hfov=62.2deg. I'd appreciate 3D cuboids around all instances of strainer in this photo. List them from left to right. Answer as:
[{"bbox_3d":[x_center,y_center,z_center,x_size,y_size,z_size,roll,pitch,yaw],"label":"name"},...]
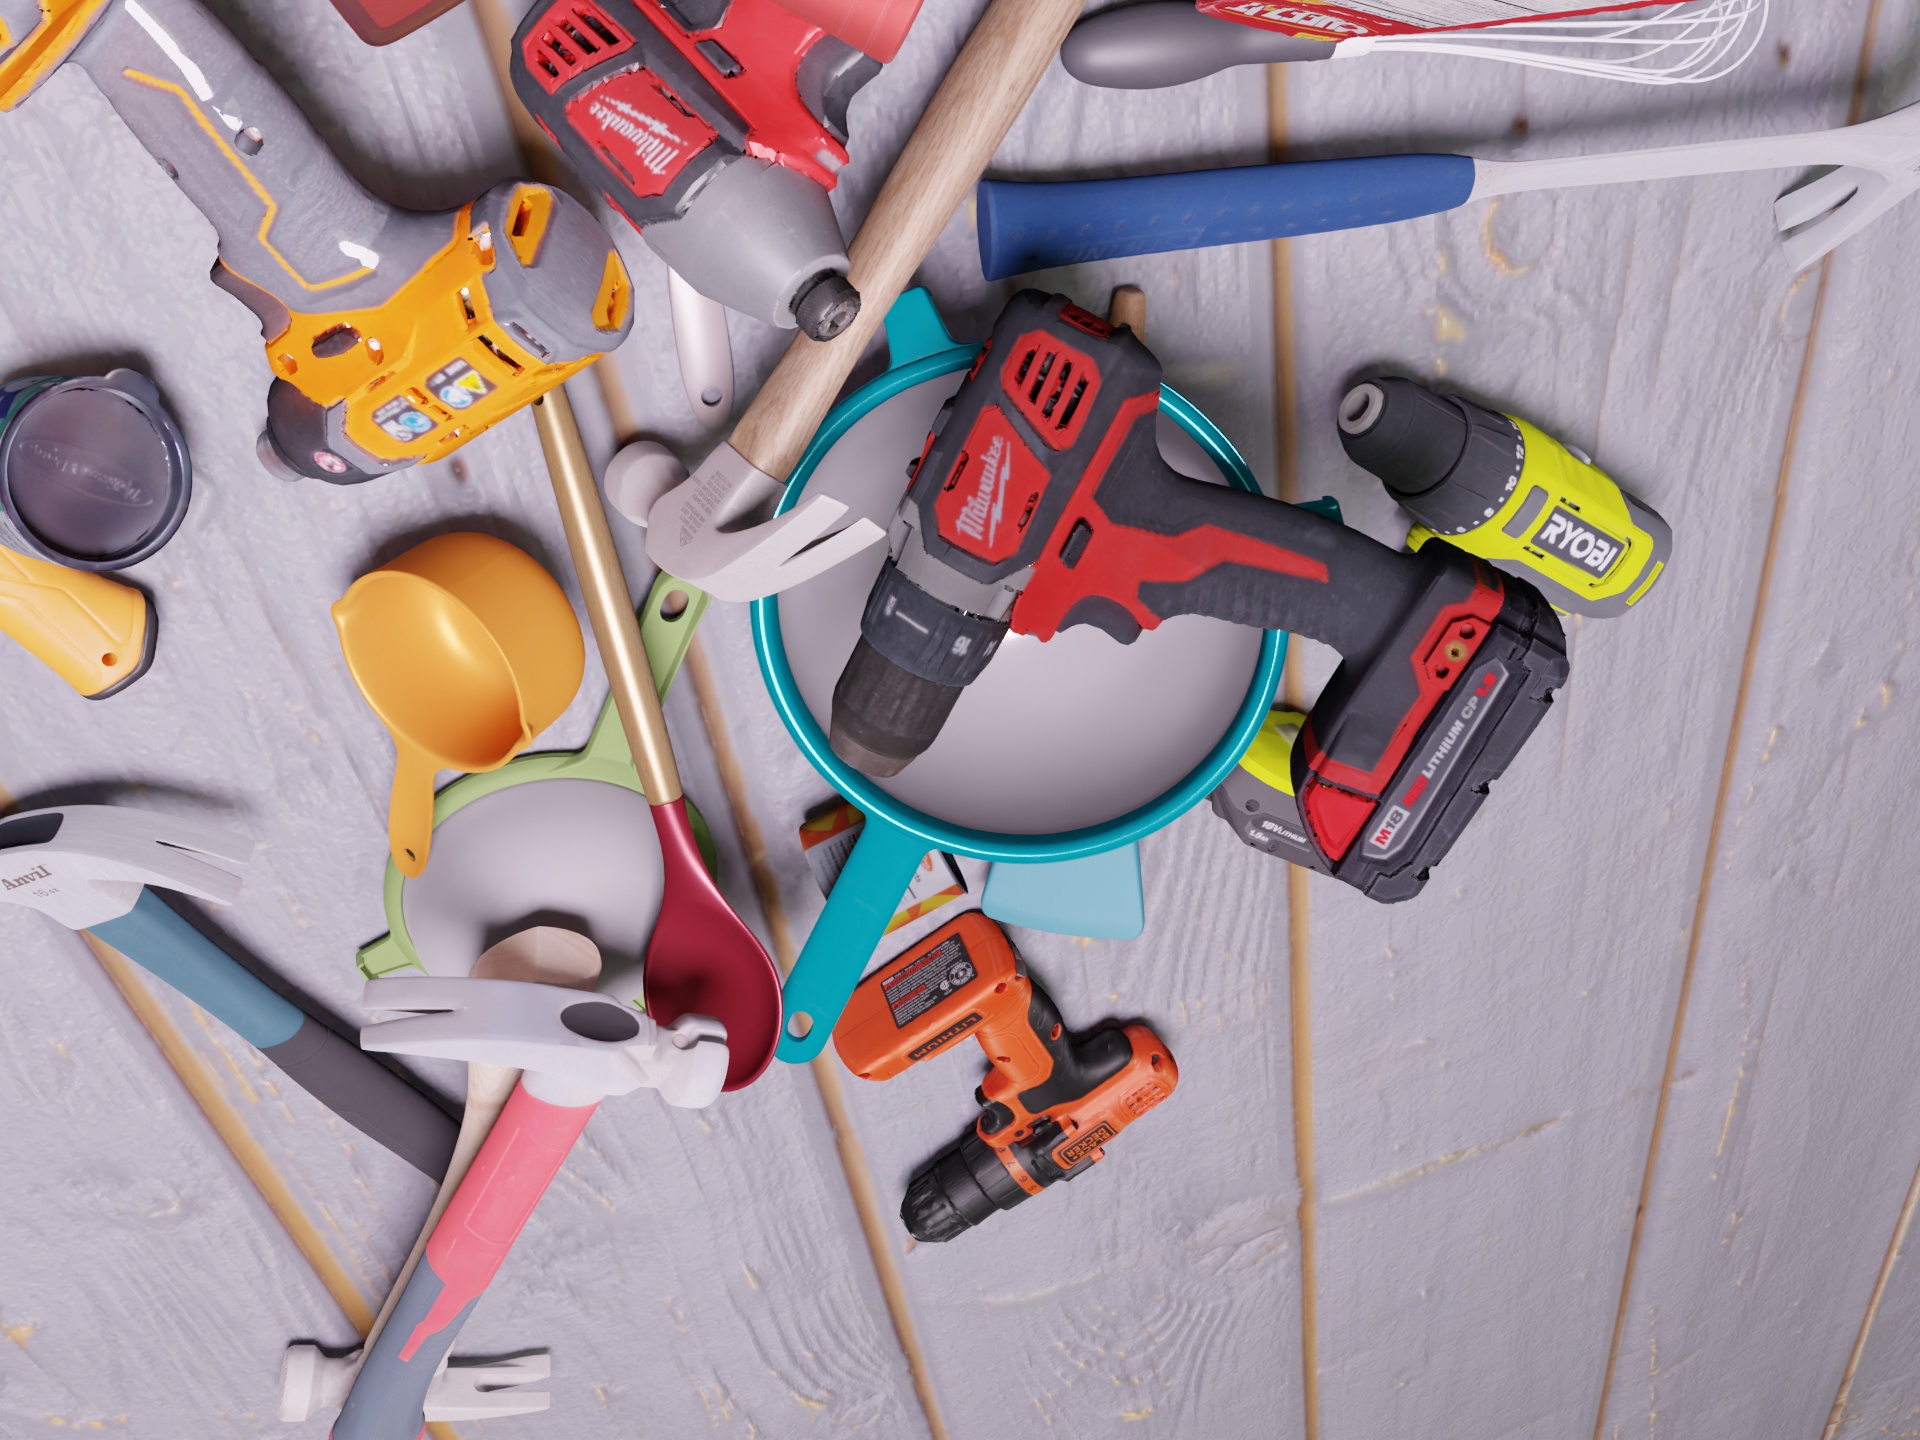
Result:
[{"bbox_3d":[-0.158,0.051,0.695,0.151,0.069,0.256,14,120,-27],"label":"strainer"},{"bbox_3d":[-0.001,-0.002,0.680,0.211,0.095,0.340,27,113,-2],"label":"strainer"}]

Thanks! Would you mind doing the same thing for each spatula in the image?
[{"bbox_3d":[0.061,-0.038,0.726,0.082,0.044,0.317,8,123,8],"label":"spatula"}]

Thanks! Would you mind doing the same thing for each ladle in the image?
[{"bbox_3d":[-0.129,0.009,0.648,0.069,0.031,0.315,-4,110,22],"label":"ladle"}]

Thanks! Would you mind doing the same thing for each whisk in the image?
[{"bbox_3d":[0.176,-0.265,0.598,0.284,0.070,0.070,-9,127,-8],"label":"whisk"}]

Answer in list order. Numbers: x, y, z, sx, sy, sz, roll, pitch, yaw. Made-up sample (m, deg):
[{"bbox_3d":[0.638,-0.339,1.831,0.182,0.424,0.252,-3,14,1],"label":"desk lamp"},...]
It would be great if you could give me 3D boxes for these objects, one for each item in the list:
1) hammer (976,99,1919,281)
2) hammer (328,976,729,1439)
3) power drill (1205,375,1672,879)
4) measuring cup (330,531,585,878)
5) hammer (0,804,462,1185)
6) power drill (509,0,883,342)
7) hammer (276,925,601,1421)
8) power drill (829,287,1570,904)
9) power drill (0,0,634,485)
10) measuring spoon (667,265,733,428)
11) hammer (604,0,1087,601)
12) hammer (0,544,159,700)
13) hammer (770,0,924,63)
[{"bbox_3d":[0.208,-0.211,0.632,0.405,0.035,0.144,-8,168,-6],"label":"hammer"},{"bbox_3d":[-0.244,0.246,0.726,0.143,0.038,0.386,14,129,-27],"label":"hammer"},{"bbox_3d":[0.206,-0.042,0.756,0.190,0.080,0.228,20,113,-30],"label":"power drill"},{"bbox_3d":[-0.203,-0.002,0.647,0.095,0.052,0.173,32,133,7],"label":"measuring cup"},{"bbox_3d":[-0.303,0.148,0.727,0.128,0.033,0.330,-18,133,15],"label":"hammer"},{"bbox_3d":[-0.028,-0.232,0.497,0.219,0.143,0.078,-44,168,13],"label":"power drill"},{"bbox_3d":[-0.231,0.240,0.776,0.146,0.038,0.410,10,131,-23],"label":"hammer"},{"bbox_3d":[0.074,-0.023,0.572,0.226,0.080,0.188,29,111,0],"label":"power drill"},{"bbox_3d":[-0.237,-0.162,0.497,0.164,0.084,0.226,-22,137,31],"label":"power drill"},{"bbox_3d":[-0.099,-0.163,0.595,0.034,0.018,0.124,-12,128,-11],"label":"measuring spoon"},{"bbox_3d":[-0.011,-0.187,0.558,0.031,0.130,0.331,24,104,-44],"label":"hammer"},{"bbox_3d":[-0.385,-0.121,0.495,0.127,0.034,0.336,-45,134,-17],"label":"hammer"},{"bbox_3d":[-0.174,-0.260,0.393,0.359,0.037,0.149,25,84,-15],"label":"hammer"}]
